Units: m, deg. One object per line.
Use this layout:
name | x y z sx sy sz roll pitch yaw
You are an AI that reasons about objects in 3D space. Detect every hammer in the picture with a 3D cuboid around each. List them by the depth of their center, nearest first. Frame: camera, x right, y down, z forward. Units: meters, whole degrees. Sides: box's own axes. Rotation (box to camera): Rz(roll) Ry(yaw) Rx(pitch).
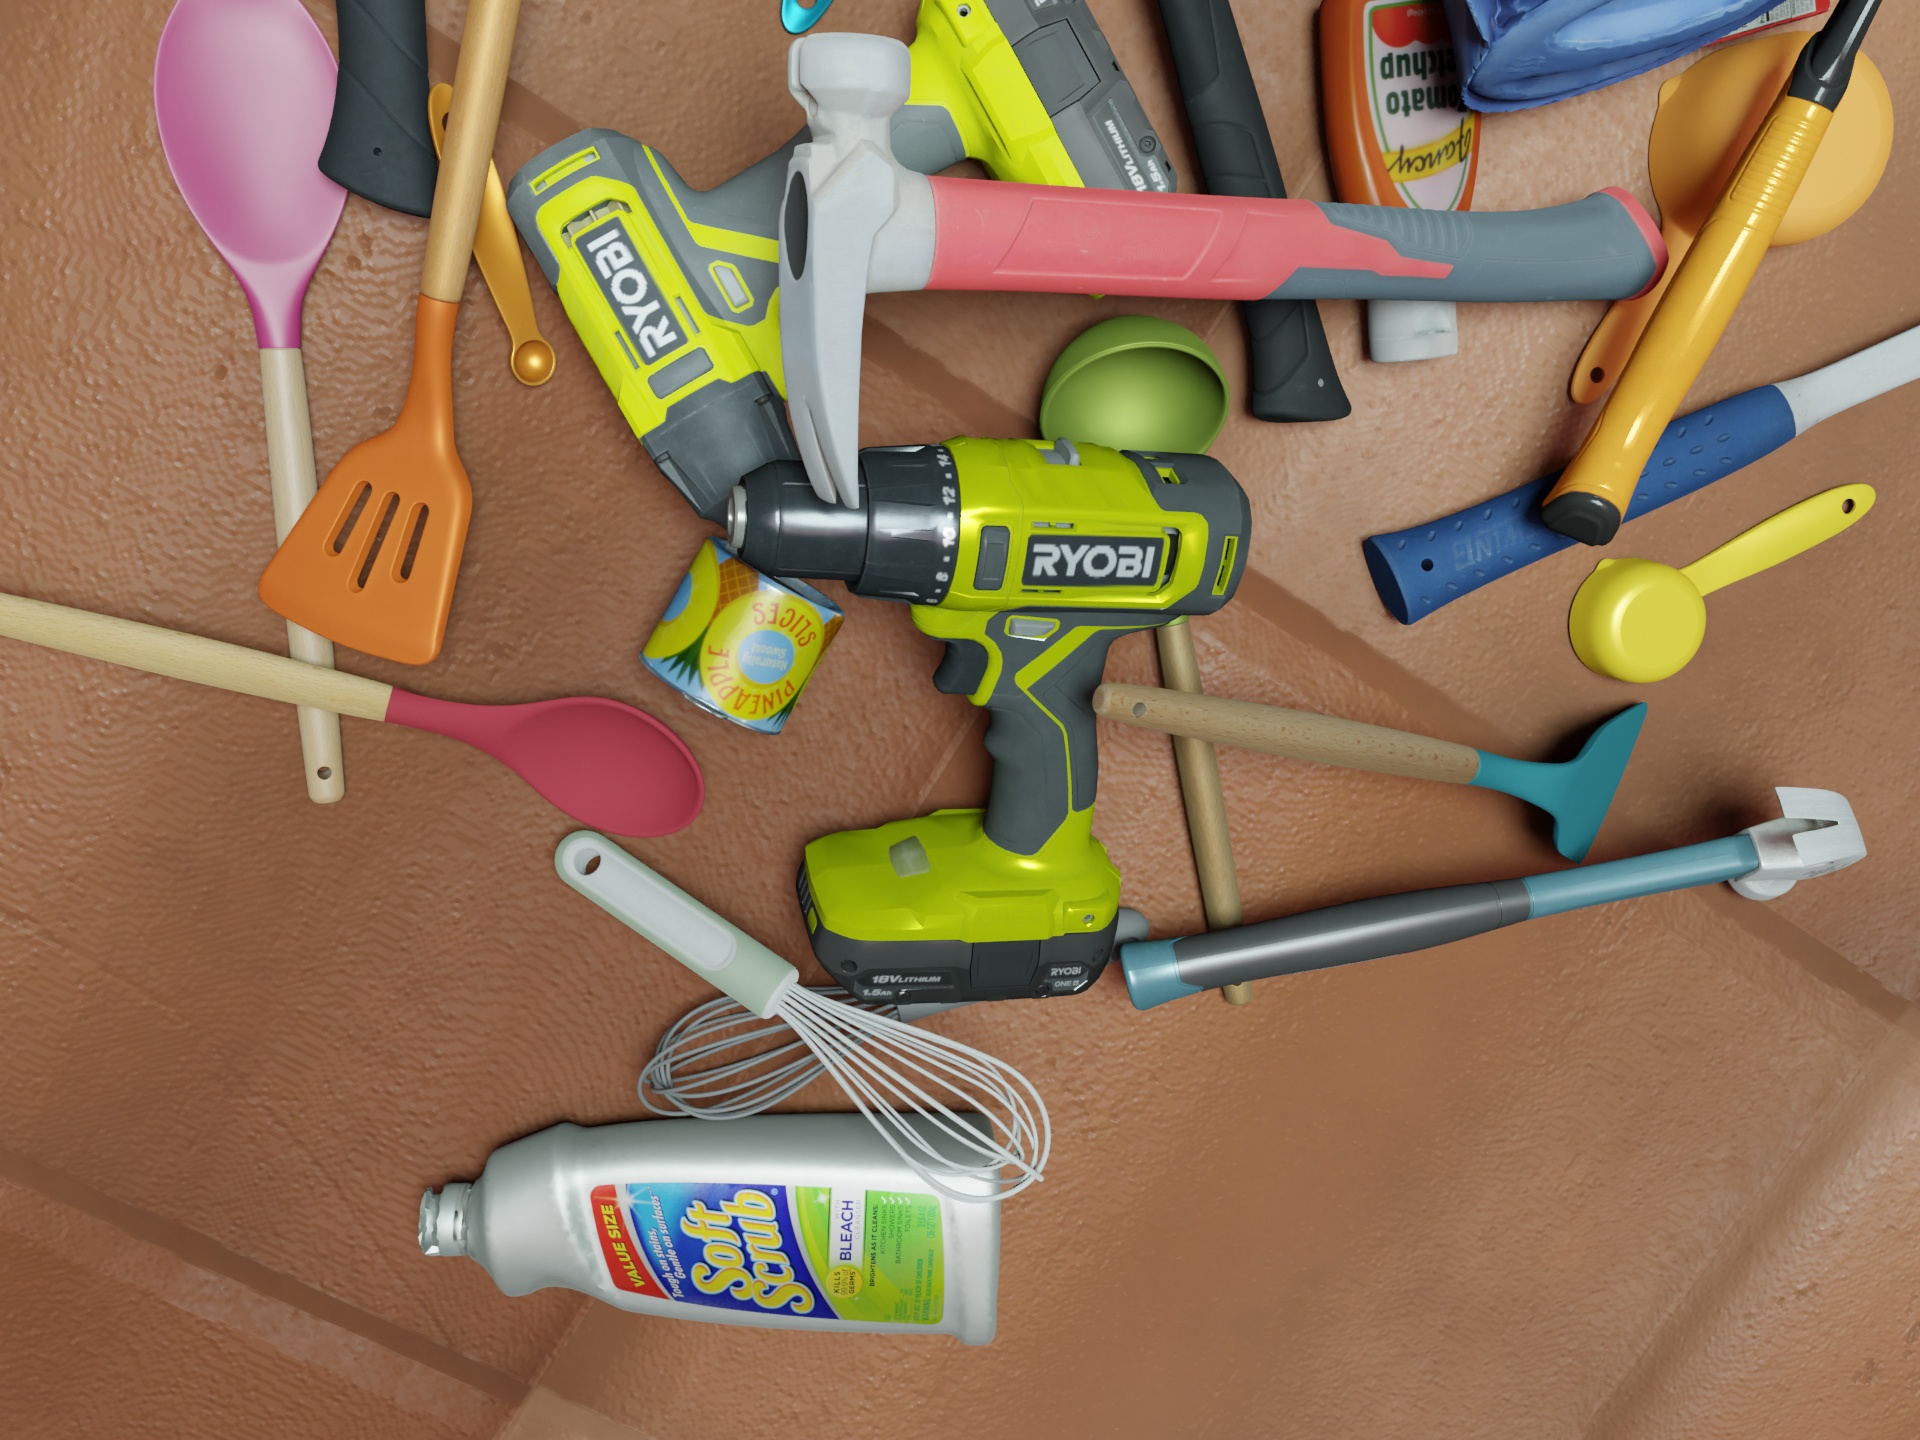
hammer | -0.212 -0.393 0.568 0.149 0.036 0.409 -1 102 -9
hammer | 0.117 -0.158 0.587 0.386 0.038 0.143 -7 107 -28
hammer | 0.314 -0.224 0.608 0.034 0.127 0.336 25 112 7
hammer | 0.098 -0.273 0.625 0.146 0.035 0.334 -33 113 -26
hammer | 0.232 0.082 0.700 0.331 0.128 0.033 -11 72 -2
hammer | 0.375 -0.135 0.703 0.405 0.035 0.144 -24 95 -1

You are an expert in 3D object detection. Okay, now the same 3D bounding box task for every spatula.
spatula | -0.191 -0.179 0.585 0.081 0.041 0.322 21 111 8
spatula | 0.184 0.013 0.662 0.317 0.044 0.082 10 106 -28

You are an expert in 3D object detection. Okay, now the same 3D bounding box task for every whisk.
whisk | -0.068 0.118 0.658 0.246 0.059 0.058 33 78 10
whisk | -0.027 0.127 0.709 0.239 0.055 0.055 -16 104 -9

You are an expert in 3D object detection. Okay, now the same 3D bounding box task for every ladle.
ladle | -0.255 -0.011 0.635 0.315 0.031 0.069 15 125 -17
ladle | 0.097 -0.014 0.689 0.078 0.062 0.320 -10 107 8

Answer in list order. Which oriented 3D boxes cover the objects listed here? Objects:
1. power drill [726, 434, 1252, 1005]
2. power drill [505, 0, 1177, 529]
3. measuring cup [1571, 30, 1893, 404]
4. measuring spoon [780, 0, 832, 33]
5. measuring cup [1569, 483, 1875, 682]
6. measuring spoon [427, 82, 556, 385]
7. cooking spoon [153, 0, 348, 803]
power drill | -0.001 -0.002 0.626 0.190 0.080 0.228 0 119 -16
power drill | -0.037 -0.180 0.614 0.223 0.080 0.171 -29 95 2
measuring cup | 0.323 -0.209 0.676 0.095 0.052 0.173 32 95 -13
measuring spoon | -0.037 -0.329 0.622 0.042 0.021 0.128 28 107 -12
measuring cup | 0.354 -0.068 0.725 0.156 0.029 0.062 -28 105 0
measuring spoon | -0.184 -0.187 0.619 0.021 0.011 0.116 -32 123 -30
cooking spoon | -0.268 -0.121 0.631 0.068 0.017 0.318 -7 105 -26
